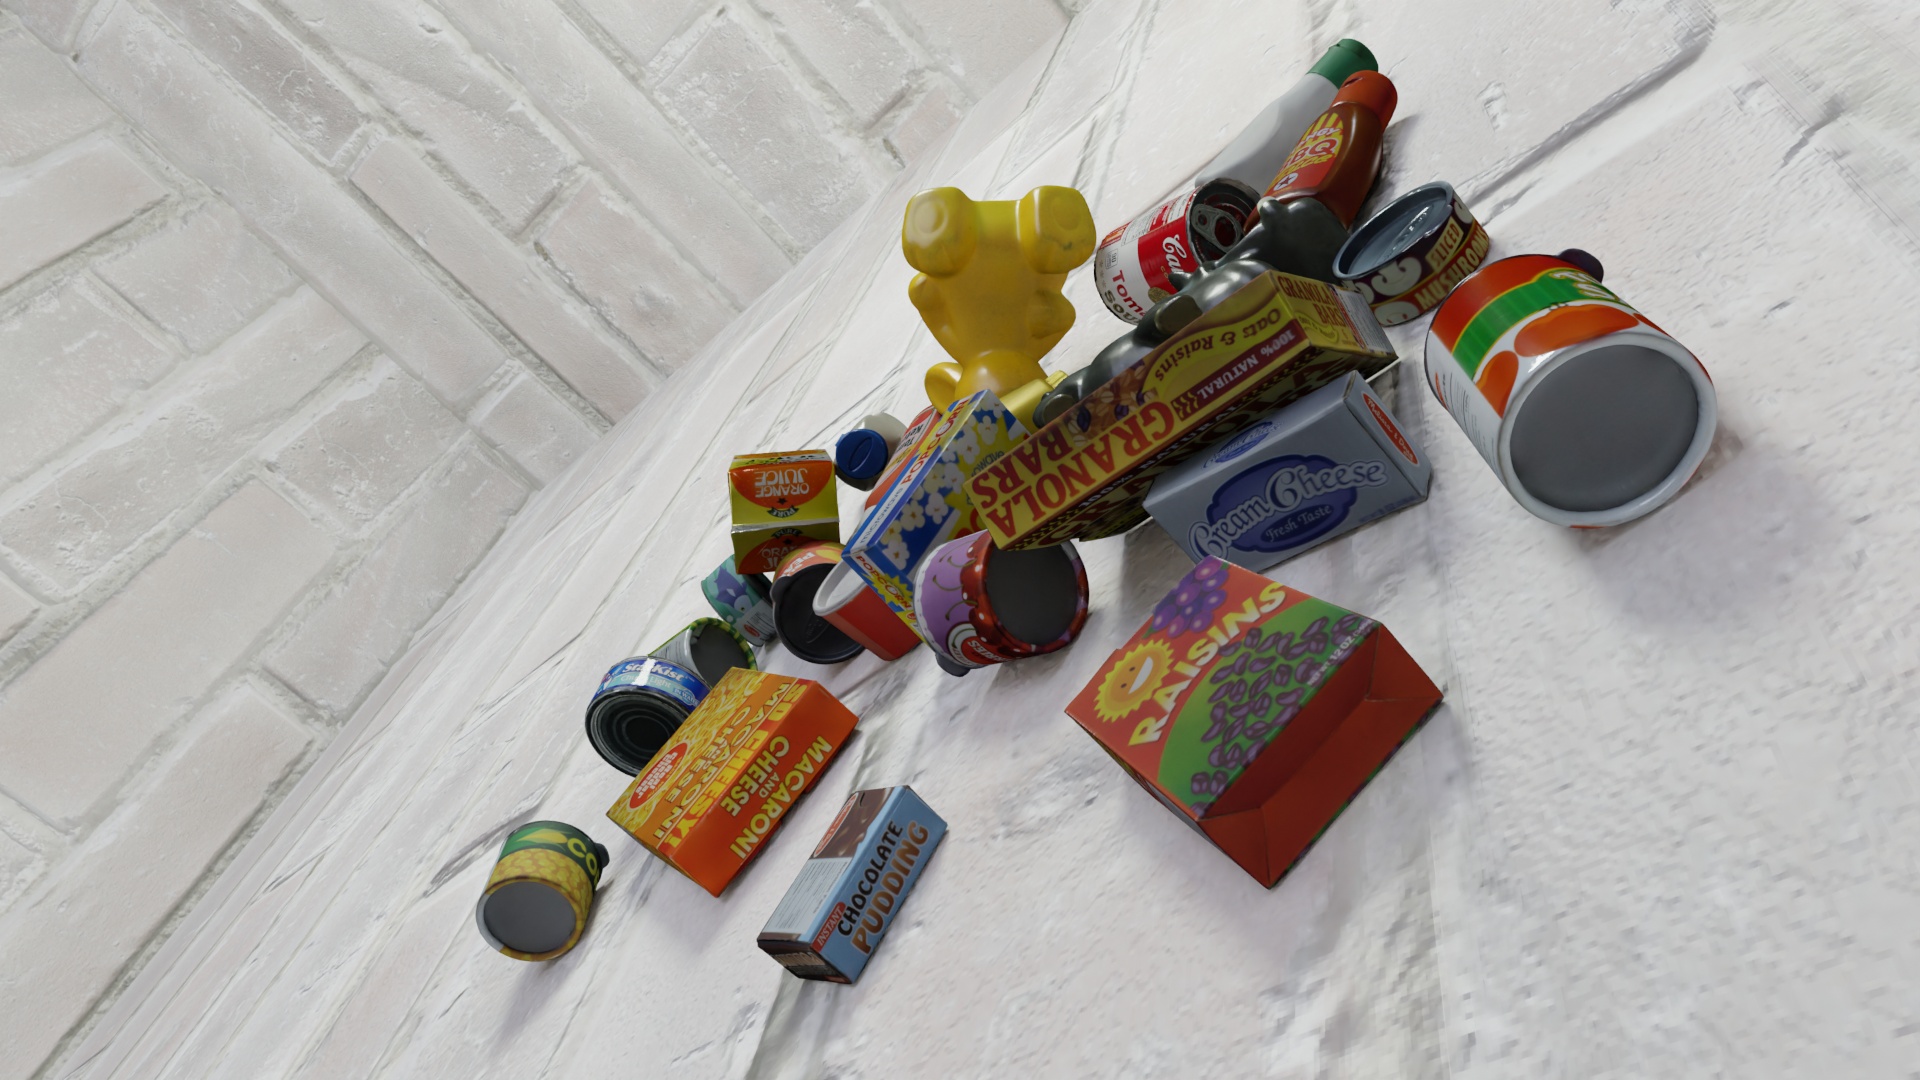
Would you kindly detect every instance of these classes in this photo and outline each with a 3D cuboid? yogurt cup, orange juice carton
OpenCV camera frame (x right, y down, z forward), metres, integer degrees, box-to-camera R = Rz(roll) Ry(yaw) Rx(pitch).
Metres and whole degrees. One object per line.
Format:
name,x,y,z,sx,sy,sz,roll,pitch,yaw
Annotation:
yogurt cup,-0.045,0.034,0.818,0.072,0.054,0.073,-40,18,16
orange juice carton,-0.124,-0.021,0.978,0.072,0.073,0.193,-5,8,-7

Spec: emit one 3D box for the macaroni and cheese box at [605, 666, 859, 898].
macaroni and cheese box,-0.137,0.136,0.818,0.124,0.040,0.166,-51,18,-19

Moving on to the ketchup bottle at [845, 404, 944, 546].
ketchup bottle,-0.037,-0.034,0.967,0.064,0.043,0.150,-41,16,43

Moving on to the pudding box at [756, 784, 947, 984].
pudding box,-0.047,0.149,0.606,0.049,0.030,0.084,-22,28,53

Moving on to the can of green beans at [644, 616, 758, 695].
can of green beans,-0.184,0.095,0.969,0.057,0.071,0.071,-34,21,29

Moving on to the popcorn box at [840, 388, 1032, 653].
popcorn box,0.003,-0.010,0.758,0.038,0.085,0.127,-19,30,52

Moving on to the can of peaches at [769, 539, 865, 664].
can of peaches,-0.088,0.036,0.880,0.071,0.071,0.058,-44,17,4

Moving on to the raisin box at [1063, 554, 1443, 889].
raisin box,0.095,0.057,0.484,0.086,0.040,0.123,-47,17,-3

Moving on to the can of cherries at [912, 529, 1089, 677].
can of cherries,0.020,0.029,0.673,0.058,0.071,0.072,-18,31,53

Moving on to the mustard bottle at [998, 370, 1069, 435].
mustard bottle,0.034,-0.056,0.837,0.160,0.065,0.049,-39,23,-1

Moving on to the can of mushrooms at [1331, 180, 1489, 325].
can of mushrooms,0.214,-0.136,0.658,0.071,0.033,0.071,-39,18,15

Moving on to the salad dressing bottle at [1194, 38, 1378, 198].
salad dressing bottle,0.223,-0.279,0.942,0.148,0.044,0.064,-46,16,-8

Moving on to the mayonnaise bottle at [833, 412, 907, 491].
mayonnaise bottle,-0.070,-0.066,1.055,0.064,0.041,0.148,-57,2,4

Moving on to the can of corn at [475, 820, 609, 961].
can of corn,-0.260,0.218,0.866,0.071,0.071,0.058,-41,19,13

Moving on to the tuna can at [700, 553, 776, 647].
tuna can,-0.158,0.042,1.025,0.033,0.071,0.071,-42,18,4

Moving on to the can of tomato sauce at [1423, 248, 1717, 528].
can of tomato sauce,0.198,-0.052,0.454,0.071,0.071,0.083,-39,19,19

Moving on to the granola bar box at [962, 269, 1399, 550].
granola bar box,0.100,-0.053,0.620,0.165,0.039,0.124,-34,-14,30

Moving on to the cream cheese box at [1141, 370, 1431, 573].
cream cheese box,0.129,-0.022,0.558,0.103,0.053,0.024,-29,22,40

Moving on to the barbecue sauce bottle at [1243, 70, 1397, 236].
barbecue sauce bottle,0.221,-0.225,0.824,0.064,0.043,0.149,-17,32,49
